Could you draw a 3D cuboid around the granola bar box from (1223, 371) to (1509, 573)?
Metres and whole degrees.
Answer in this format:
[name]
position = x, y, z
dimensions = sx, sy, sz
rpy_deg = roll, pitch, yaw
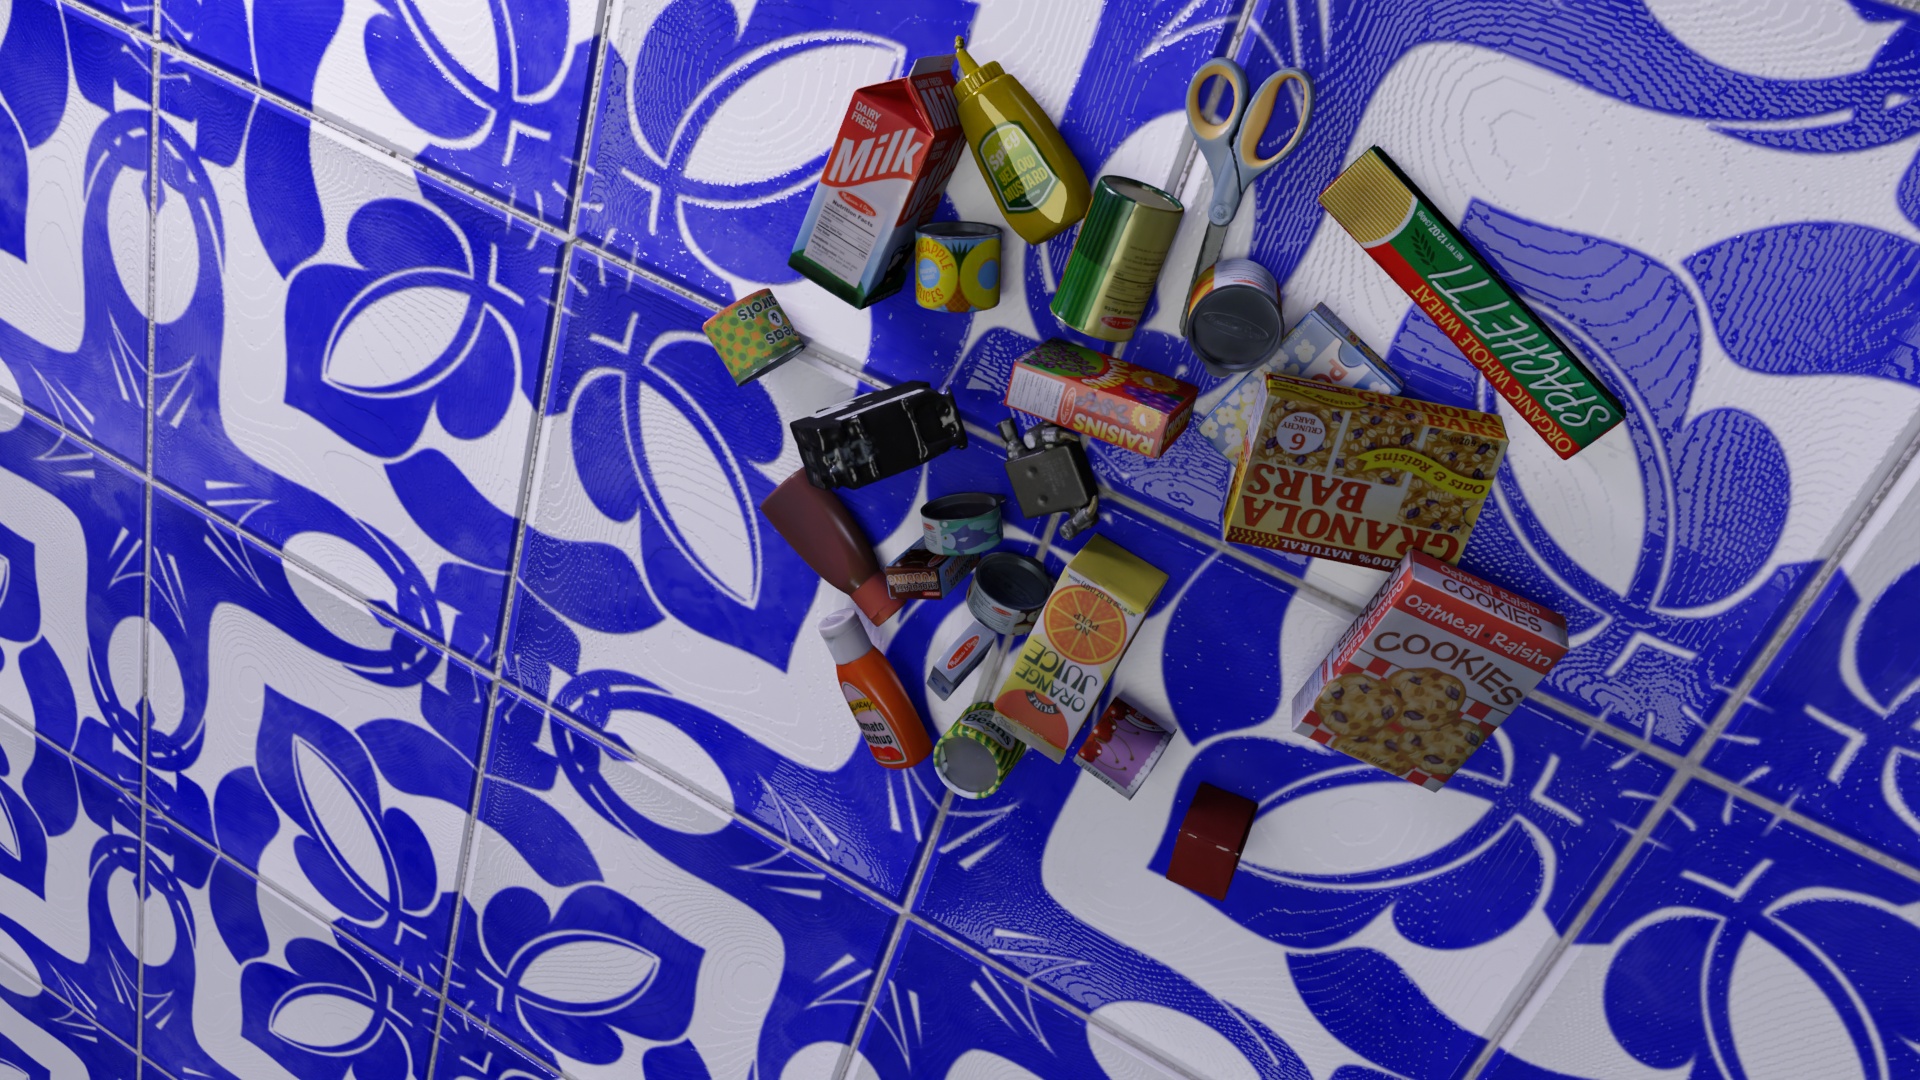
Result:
[granola bar box]
position = 0.280, -0.042, 0.973
dimensions = 0.166, 0.039, 0.123
rpy_deg = 11, 125, 2

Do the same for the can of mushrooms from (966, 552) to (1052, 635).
[can of mushrooms]
position = 0.041, 0.043, 1.140
dimensions = 0.071, 0.071, 0.033
rpy_deg = 30, 130, 11

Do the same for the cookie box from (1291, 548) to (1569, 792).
[cookie box]
position = 0.337, 0.097, 1.010
dimensions = 0.123, 0.040, 0.166
rpy_deg = 24, 127, -4

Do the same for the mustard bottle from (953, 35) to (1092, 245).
[mustard bottle]
position = 0.035, -0.297, 1.016
dimensions = 0.065, 0.049, 0.160
rpy_deg = -29, 96, 29

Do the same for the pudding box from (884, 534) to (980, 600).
[pudding box]
position = -0.022, 0.020, 1.149
dimensions = 0.049, 0.084, 0.030
rpy_deg = 1, 111, 24

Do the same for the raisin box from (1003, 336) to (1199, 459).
[raisin box]
position = 0.106, -0.107, 1.037
dimensions = 0.123, 0.086, 0.040
rpy_deg = 21, 116, 16

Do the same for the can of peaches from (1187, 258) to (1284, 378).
[can of peaches]
position = 0.194, -0.158, 0.985
dimensions = 0.071, 0.058, 0.071
rpy_deg = 5, 121, 8

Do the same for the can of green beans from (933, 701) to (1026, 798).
[can of green beans]
position = 0.017, 0.183, 1.211
dimensions = 0.071, 0.058, 0.071
rpy_deg = 9, 114, 22

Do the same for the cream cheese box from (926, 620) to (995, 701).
[cream cheese box]
position = 0.000, 0.101, 1.158
dimensions = 0.024, 0.053, 0.103
rpy_deg = 43, 166, 6

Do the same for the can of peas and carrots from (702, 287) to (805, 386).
[can of peas and carrots]
position = -0.170, -0.170, 1.152
dimensions = 0.070, 0.071, 0.058
rpy_deg = -28, 96, 31

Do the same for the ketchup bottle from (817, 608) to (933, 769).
[ketchup bottle]
position = -0.078, 0.131, 1.233
dimensions = 0.064, 0.044, 0.148
rpy_deg = -4, 116, 49

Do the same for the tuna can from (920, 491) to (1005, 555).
[tuna can]
position = 0.004, -0.014, 1.136
dimensions = 0.071, 0.071, 0.032
rpy_deg = 2, 112, 24

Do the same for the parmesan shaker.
[parmesan shaker]
position = 0.115, -0.205, 1.008
dimensions = 0.071, 0.071, 0.102
rpy_deg = 28, 119, 13

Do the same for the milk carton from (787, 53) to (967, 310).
[milk carton]
position = -0.054, -0.279, 1.052
dimensions = 0.073, 0.073, 0.189
rpy_deg = 33, 121, 10

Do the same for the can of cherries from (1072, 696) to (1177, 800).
[can of cherries]
position = 0.136, 0.169, 1.148
dimensions = 0.058, 0.072, 0.071
rpy_deg = 34, 121, 10

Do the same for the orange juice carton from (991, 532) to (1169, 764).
[orange juice carton]
position = 0.090, 0.098, 1.135
dimensions = 0.072, 0.073, 0.191
rpy_deg = 31, 120, 10

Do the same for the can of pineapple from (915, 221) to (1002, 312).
[can of pineapple]
position = -0.003, -0.209, 1.057
dimensions = 0.071, 0.071, 0.057
rpy_deg = 10, 114, 21

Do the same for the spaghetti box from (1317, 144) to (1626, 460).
[spaghetti box]
position = 0.345, -0.160, 0.938
dimensions = 0.250, 0.029, 0.050
rpy_deg = 47, 122, 2

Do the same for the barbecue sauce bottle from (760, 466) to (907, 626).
[barbecue sauce bottle]
position = -0.107, 0.008, 1.208
dimensions = 0.148, 0.044, 0.064
rpy_deg = 50, 131, -1

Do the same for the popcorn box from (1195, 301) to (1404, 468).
[popcorn box]
position = 0.244, -0.098, 1.005
dimensions = 0.085, 0.038, 0.126
rpy_deg = 44, 122, 4
